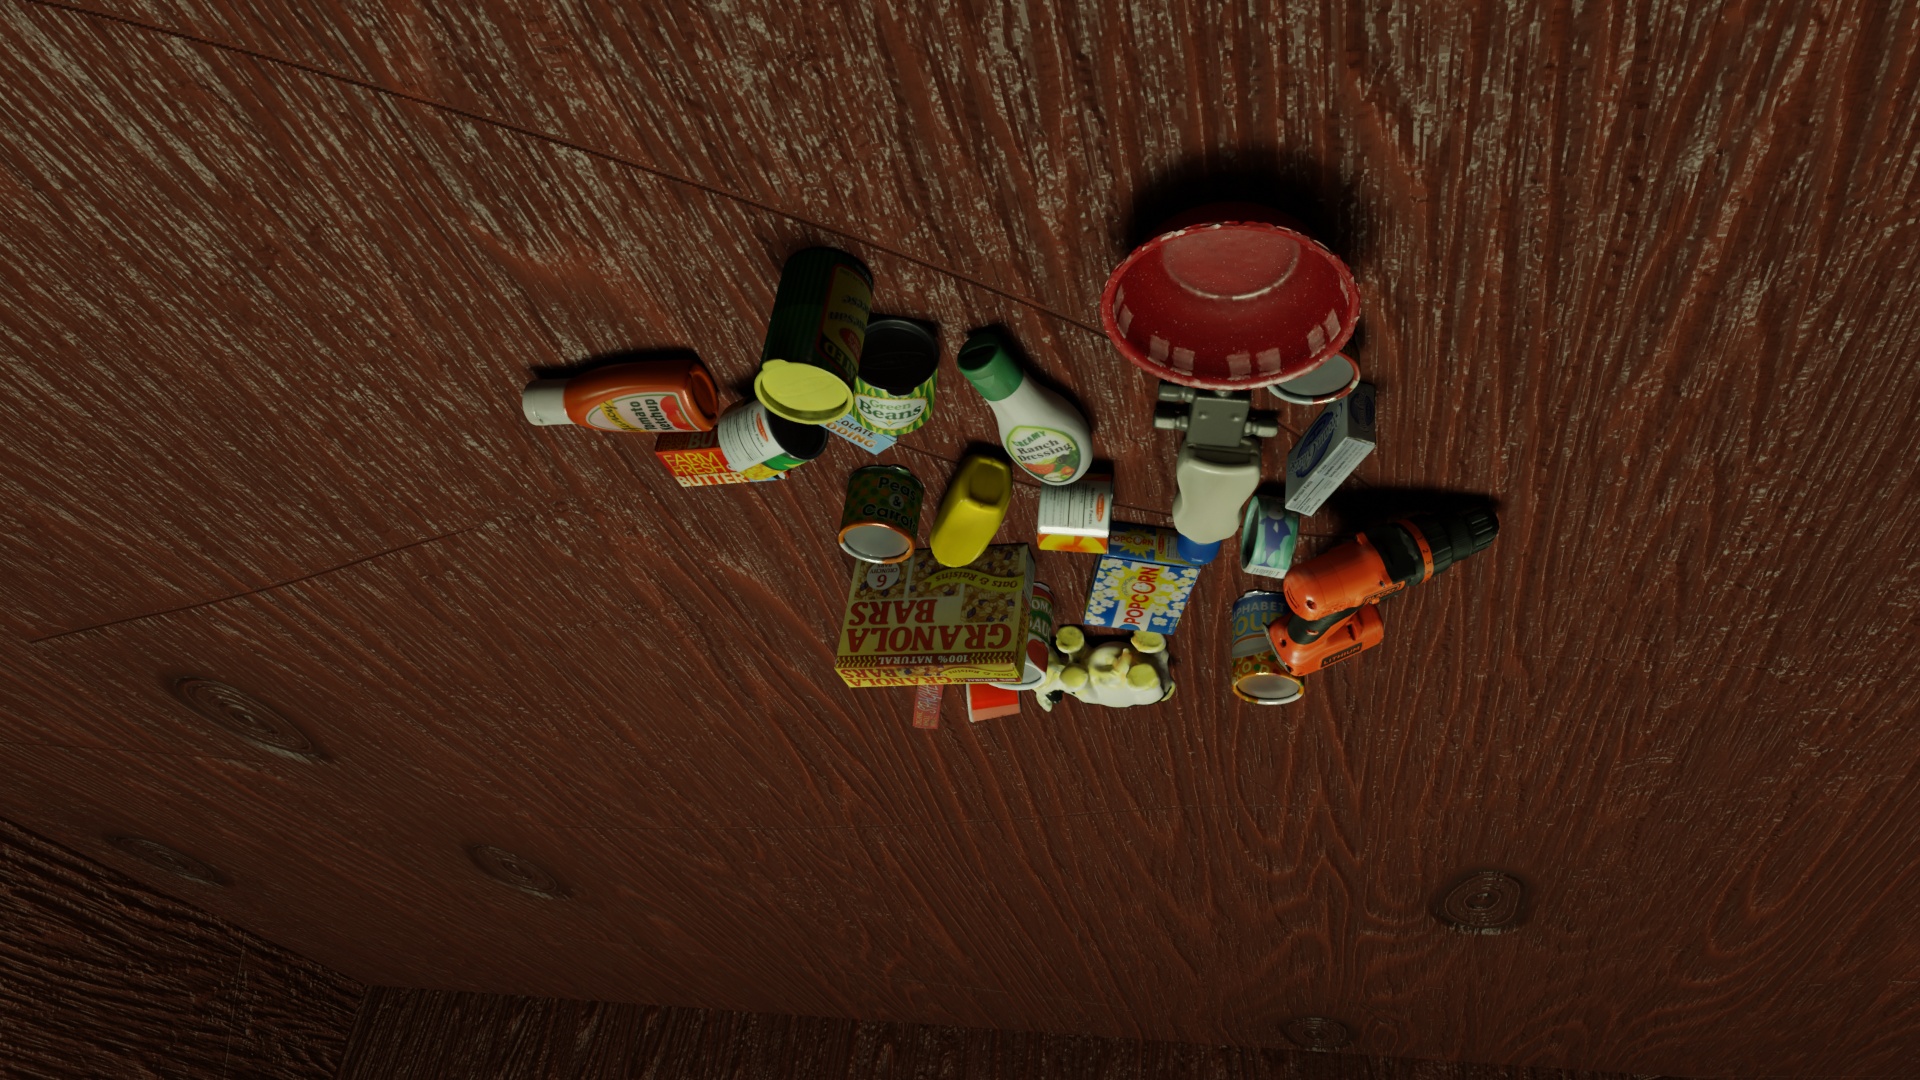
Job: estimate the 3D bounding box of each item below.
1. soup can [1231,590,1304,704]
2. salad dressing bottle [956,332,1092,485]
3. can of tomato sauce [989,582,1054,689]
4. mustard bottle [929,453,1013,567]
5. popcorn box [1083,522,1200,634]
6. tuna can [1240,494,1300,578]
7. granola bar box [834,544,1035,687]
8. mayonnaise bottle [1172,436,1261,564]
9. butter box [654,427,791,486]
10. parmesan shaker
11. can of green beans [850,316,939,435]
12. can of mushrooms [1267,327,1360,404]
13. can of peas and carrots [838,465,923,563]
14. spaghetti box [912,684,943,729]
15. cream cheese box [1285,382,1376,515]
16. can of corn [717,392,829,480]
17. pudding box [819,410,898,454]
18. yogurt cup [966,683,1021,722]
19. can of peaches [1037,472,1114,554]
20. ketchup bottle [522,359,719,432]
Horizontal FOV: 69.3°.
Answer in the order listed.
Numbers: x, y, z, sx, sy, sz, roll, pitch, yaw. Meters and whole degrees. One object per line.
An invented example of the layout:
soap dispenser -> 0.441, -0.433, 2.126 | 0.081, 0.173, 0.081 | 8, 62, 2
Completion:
soup can -> 0.280, 0.098, 1.269 | 0.071, 0.084, 0.071 | 6, 148, 4
salad dressing bottle -> 0.048, -0.098, 1.040 | 0.064, 0.044, 0.147 | -13, 143, 28
can of tomato sauce -> 0.054, 0.089, 1.307 | 0.071, 0.083, 0.071 | 6, 149, 4
mustard bottle -> 0.004, -0.015, 1.172 | 0.049, 0.065, 0.159 | 18, 154, -5
popcorn box -> 0.160, 0.035, 1.238 | 0.085, 0.038, 0.126 | 7, 149, 0
tuna can -> 0.251, -0.006, 1.126 | 0.033, 0.071, 0.070 | 9, 149, 0
granola bar box -> -0.020, 0.068, 1.250 | 0.165, 0.125, 0.039 | -3, 146, 18
mayonnaise bottle -> 0.200, -0.031, 1.118 | 0.065, 0.041, 0.147 | 7, 150, 5
butter box -> -0.197, -0.071, 1.159 | 0.103, 0.024, 0.053 | -3, 148, 17
parmesan shaker -> -0.099, -0.141, 0.944 | 0.071, 0.103, 0.071 | 5, 149, 3
can of green beans -> -0.050, -0.118, 1.007 | 0.071, 0.071, 0.057 | 8, 149, 0
can of mushrooms -> 0.244, -0.126, 0.959 | 0.071, 0.033, 0.070 | 6, 149, 4
can of peas and carrots -> -0.066, -0.022, 1.176 | 0.071, 0.059, 0.070 | 5, 149, 3
spaghetti box -> -0.027, 0.122, 1.411 | 0.029, 0.050, 0.248 | 9, 149, 1
cream cheese box -> 0.274, -0.067, 1.030 | 0.024, 0.053, 0.103 | 15, 148, -7
can of corn -> -0.144, -0.086, 1.084 | 0.058, 0.071, 0.071 | -19, 139, 38
pudding box -> -0.084, -0.106, 1.051 | 0.083, 0.050, 0.030 | 26, 146, -28
yogurt cup -> 0.034, 0.152, 1.436 | 0.054, 0.073, 0.072 | -4, 148, 4
can of peaches -> 0.094, -0.023, 1.132 | 0.058, 0.071, 0.071 | 4, 148, 7
ketchup bottle -> -0.269, -0.111, 1.091 | 0.149, 0.044, 0.064 | -1, 148, 15
